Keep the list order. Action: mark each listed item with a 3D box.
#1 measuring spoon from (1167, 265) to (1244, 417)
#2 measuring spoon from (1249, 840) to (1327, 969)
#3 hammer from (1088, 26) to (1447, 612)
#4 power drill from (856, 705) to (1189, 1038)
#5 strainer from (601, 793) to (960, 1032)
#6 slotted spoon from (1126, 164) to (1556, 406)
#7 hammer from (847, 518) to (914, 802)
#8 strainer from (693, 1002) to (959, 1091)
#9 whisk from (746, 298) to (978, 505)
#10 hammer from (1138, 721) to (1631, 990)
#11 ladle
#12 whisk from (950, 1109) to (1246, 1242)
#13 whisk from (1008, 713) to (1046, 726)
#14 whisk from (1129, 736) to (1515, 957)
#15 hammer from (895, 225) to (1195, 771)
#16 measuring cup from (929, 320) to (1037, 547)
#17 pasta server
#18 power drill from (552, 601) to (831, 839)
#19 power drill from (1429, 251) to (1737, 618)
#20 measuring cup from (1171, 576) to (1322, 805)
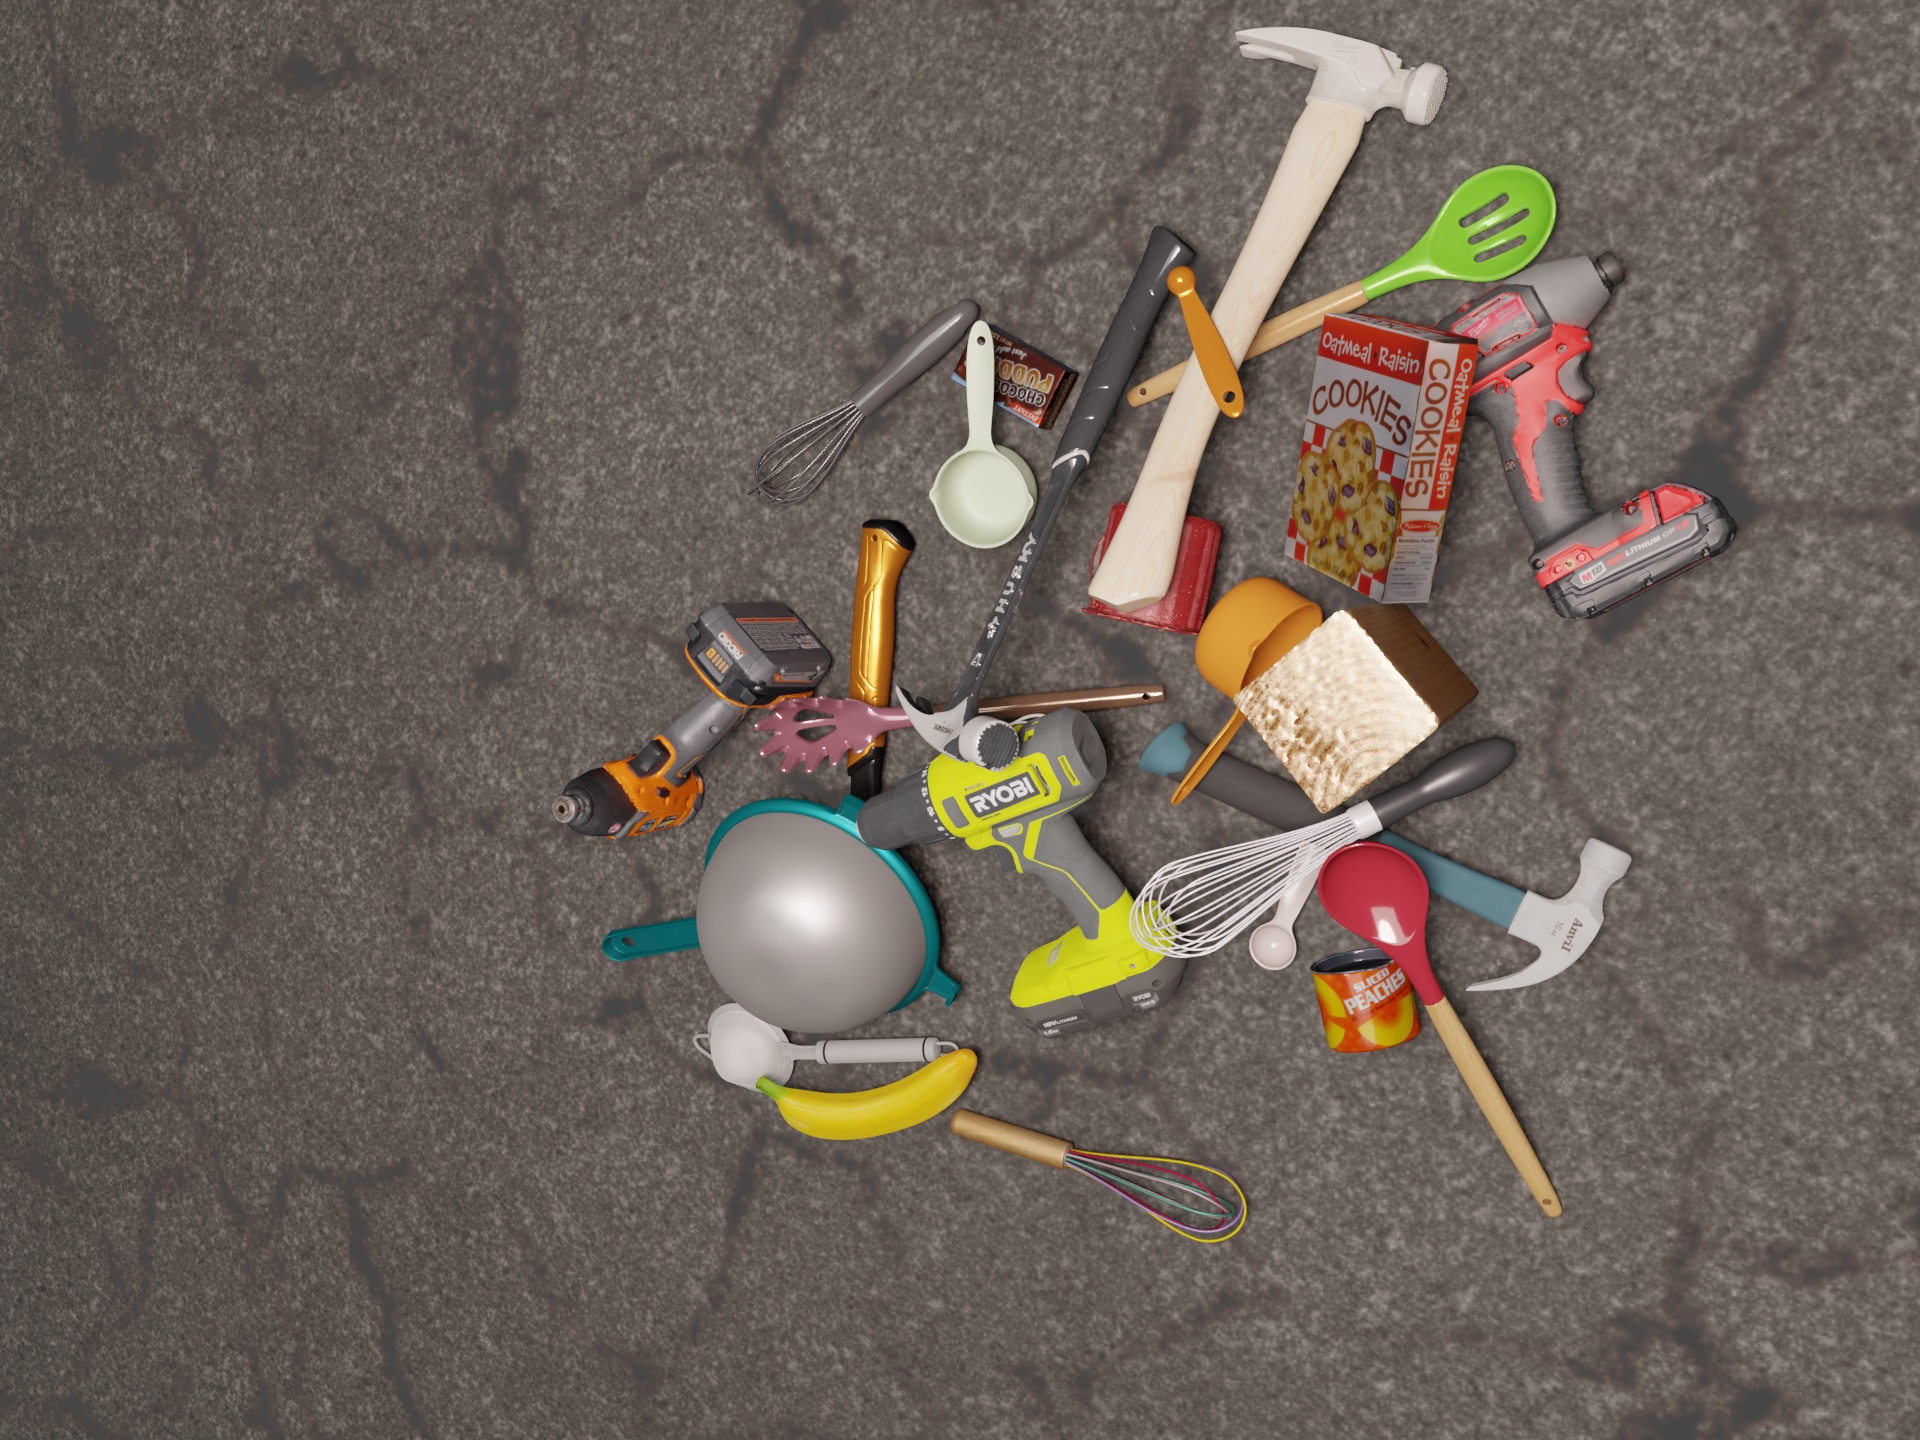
[{"bbox_3d":[0.163,-0.252,1.055,0.021,0.011,0.117,-23,74,17],"label":"measuring spoon"},{"bbox_3d":[0.245,0.123,1.154,0.034,0.018,0.124,25,98,21],"label":"measuring spoon"},{"bbox_3d":[0.176,-0.270,1.078,0.146,0.038,0.410,25,91,22],"label":"hammer"},{"bbox_3d":[0.048,0.115,1.159,0.190,0.080,0.228,-22,109,25],"label":"power drill"},{"bbox_3d":[-0.182,0.184,1.275,0.340,0.095,0.211,-13,113,32],"label":"strainer"},{"bbox_3d":[0.254,-0.287,1.098,0.314,0.031,0.070,-21,86,27],"label":"slotted spoon"},{"bbox_3d":[-0.081,0.007,1.277,0.127,0.034,0.337,8,99,22],"label":"hammer"},{"bbox_3d":[-0.121,0.276,1.321,0.258,0.050,0.086,-6,109,22],"label":"strainer"},{"bbox_3d":[-0.078,-0.248,1.244,0.239,0.055,0.055,-38,80,19],"label":"whisk"},{"bbox_3d":[0.280,0.082,1.114,0.331,0.033,0.128,25,95,22],"label":"hammer"},{"bbox_3d":[0.331,0.208,1.069,0.069,0.031,0.315,-26,102,25],"label":"ladle"},{"bbox_3d":[0.101,0.346,1.225,0.245,0.051,0.047,11,106,26],"label":"whisk"},{"bbox_3d":[-0.019,0.059,1.215,0.246,0.057,0.059,-25,76,26],"label":"whisk"},{"bbox_3d":[0.243,0.081,1.074,0.284,0.070,0.070,-28,83,5],"label":"whisk"},{"bbox_3d":[0.068,-0.163,1.125,0.149,0.036,0.409,18,83,61],"label":"hammer"},{"bbox_3d":[0.021,-0.214,1.189,0.083,0.038,0.167,7,110,20],"label":"measuring cup"},{"bbox_3d":[-0.002,-0.004,1.212,0.316,0.040,0.060,-5,106,15],"label":"pasta server"},{"bbox_3d":[-0.223,0.009,1.272,0.226,0.164,0.084,-46,76,19],"label":"power drill"},{"bbox_3d":[0.395,-0.185,1.019,0.143,0.078,0.220,-31,79,24],"label":"power drill"},{"bbox_3d":[0.183,-0.023,1.120,0.052,0.095,0.173,42,107,29],"label":"measuring cup"}]
